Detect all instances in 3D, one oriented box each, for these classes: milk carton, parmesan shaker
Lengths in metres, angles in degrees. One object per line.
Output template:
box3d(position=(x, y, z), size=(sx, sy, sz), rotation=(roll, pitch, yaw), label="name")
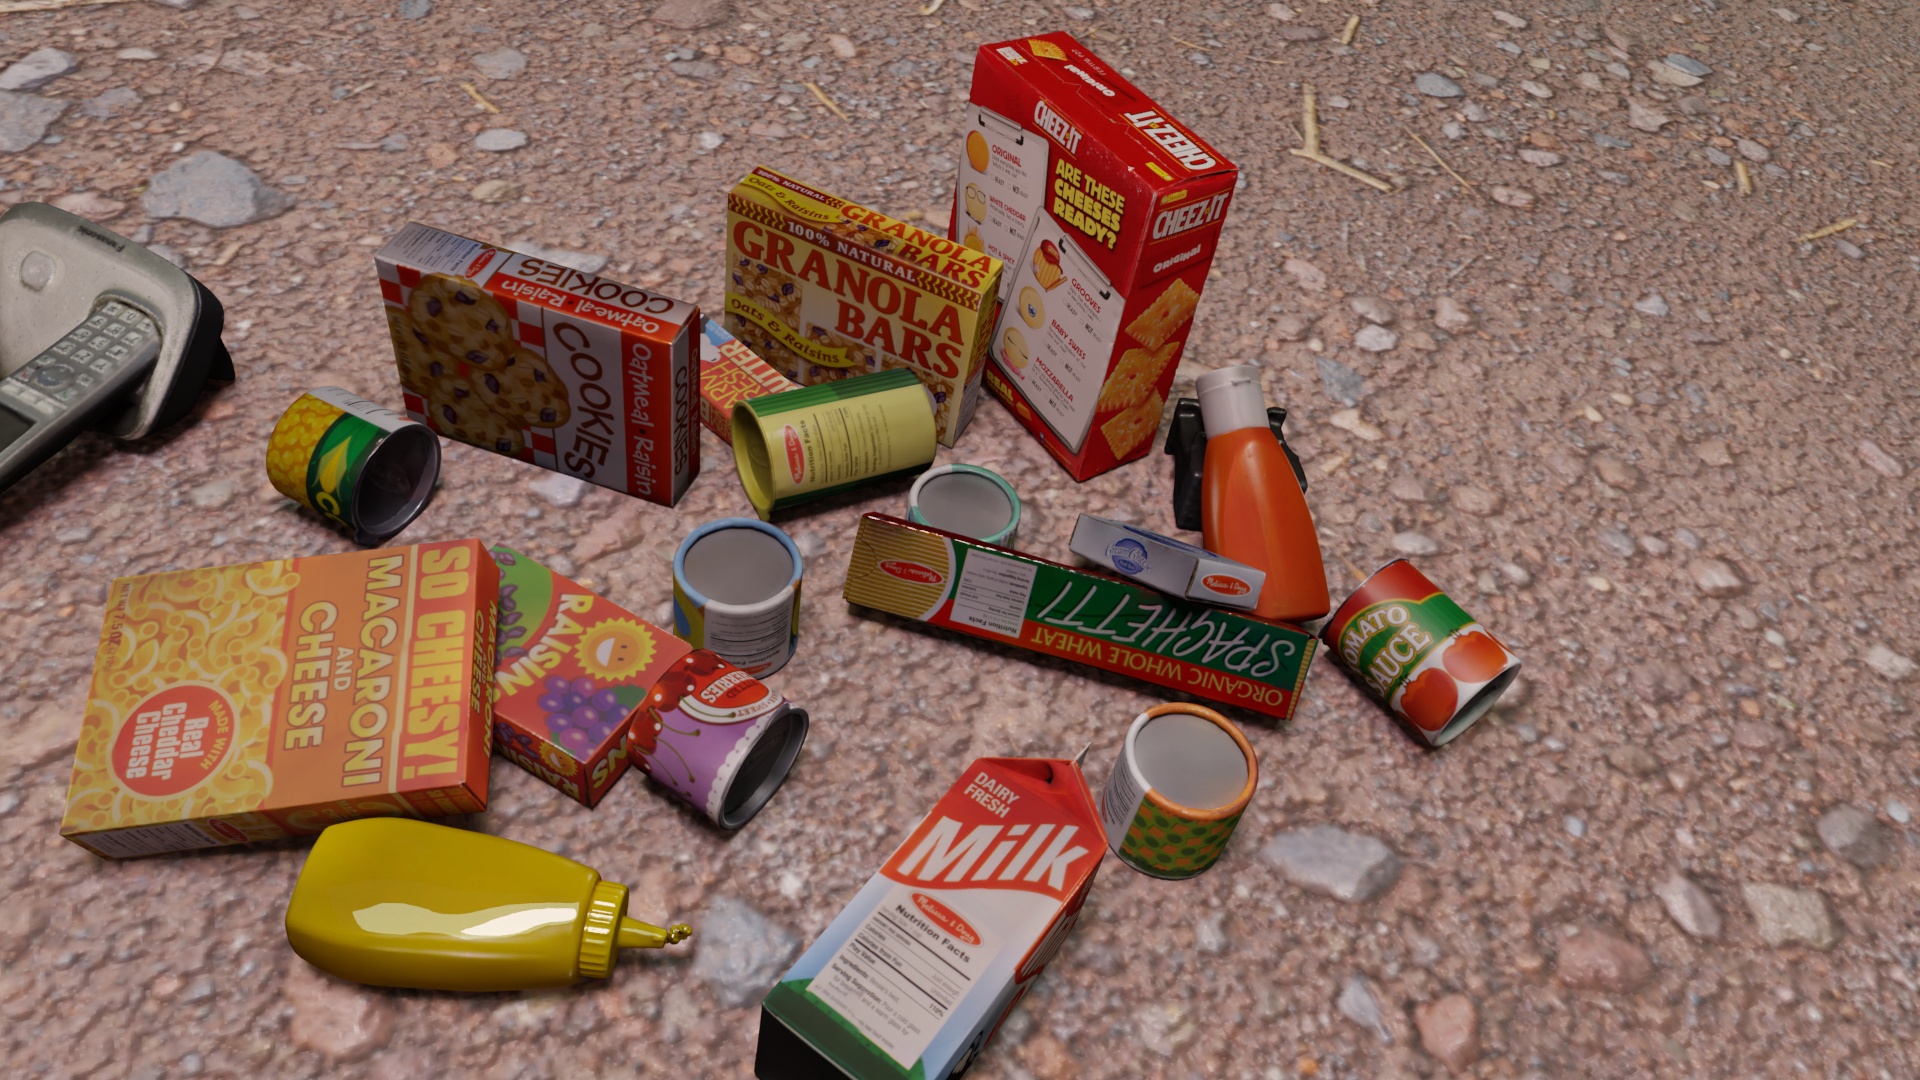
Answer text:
box3d(position=(0.001, 0.167, 0.604), size=(0.073, 0.072, 0.191), rotation=(32, 50, 18), label="milk carton")
box3d(position=(-0.073, -0.056, 0.808), size=(0.103, 0.071, 0.071), rotation=(-15, 52, -25), label="parmesan shaker")

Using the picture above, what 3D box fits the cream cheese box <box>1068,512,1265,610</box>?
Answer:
box3d(position=(0.112, 0.012, 0.763), size=(0.053, 0.024, 0.104), rotation=(12, 7, -35), label="cream cheese box")

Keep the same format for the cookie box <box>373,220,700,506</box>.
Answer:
box3d(position=(-0.228, -0.096, 0.770), size=(0.167, 0.122, 0.040), rotation=(17, 47, 5), label="cookie box")

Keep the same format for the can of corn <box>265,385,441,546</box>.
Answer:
box3d(position=(-0.324, -0.040, 0.739), size=(0.058, 0.070, 0.071), rotation=(24, 47, 12), label="can of corn")

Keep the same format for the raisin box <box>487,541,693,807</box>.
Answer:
box3d(position=(-0.205, 0.064, 0.682), size=(0.123, 0.039, 0.086), rotation=(26, 47, 14), label="raisin box")

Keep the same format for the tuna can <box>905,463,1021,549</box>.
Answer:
box3d(position=(0.003, -0.010, 0.799), size=(0.071, 0.032, 0.071), rotation=(6, 46, -6), label="tuna can")

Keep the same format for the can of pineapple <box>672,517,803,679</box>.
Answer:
box3d(position=(-0.116, 0.029, 0.720), size=(0.071, 0.057, 0.071), rotation=(6, 46, -6), label="can of pineapple")

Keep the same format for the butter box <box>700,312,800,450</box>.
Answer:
box3d(position=(-0.148, -0.099, 0.858), size=(0.104, 0.024, 0.053), rotation=(39, 51, 23), label="butter box")

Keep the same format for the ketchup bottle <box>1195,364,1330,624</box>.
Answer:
box3d(position=(0.165, -0.024, 0.790), size=(0.065, 0.043, 0.149), rotation=(-7, 81, -13), label="ketchup bottle")

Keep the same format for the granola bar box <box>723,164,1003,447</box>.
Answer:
box3d(position=(-0.063, -0.142, 0.847), size=(0.166, 0.123, 0.039), rotation=(24, 48, 11), label="granola bar box")

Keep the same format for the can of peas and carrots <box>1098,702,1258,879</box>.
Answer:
box3d(position=(0.108, 0.122, 0.677), size=(0.071, 0.058, 0.071), rotation=(6, 47, -6), label="can of peas and carrots")

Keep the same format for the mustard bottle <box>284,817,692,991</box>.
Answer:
box3d(position=(-0.194, 0.159, 0.587), size=(0.160, 0.048, 0.066), rotation=(10, 46, -3), label="mustard bottle")

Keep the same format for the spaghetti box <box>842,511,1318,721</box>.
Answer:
box3d(position=(0.063, 0.040, 0.749), size=(0.250, 0.050, 0.029), rotation=(15, 7, 3), label="spaghetti box")

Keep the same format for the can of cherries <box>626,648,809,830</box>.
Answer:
box3d(position=(-0.113, 0.091, 0.653), size=(0.058, 0.071, 0.072), rotation=(30, 48, 17), label="can of cherries")

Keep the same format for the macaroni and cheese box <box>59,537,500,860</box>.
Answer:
box3d(position=(-0.296, 0.068, 0.622), size=(0.167, 0.040, 0.124), rotation=(-7, 60, -3), label="macaroni and cheese box")

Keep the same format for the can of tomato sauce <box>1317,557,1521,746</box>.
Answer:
box3d(position=(0.250, 0.061, 0.758), size=(0.071, 0.070, 0.083), rotation=(-24, 57, -30), label="can of tomato sauce")
